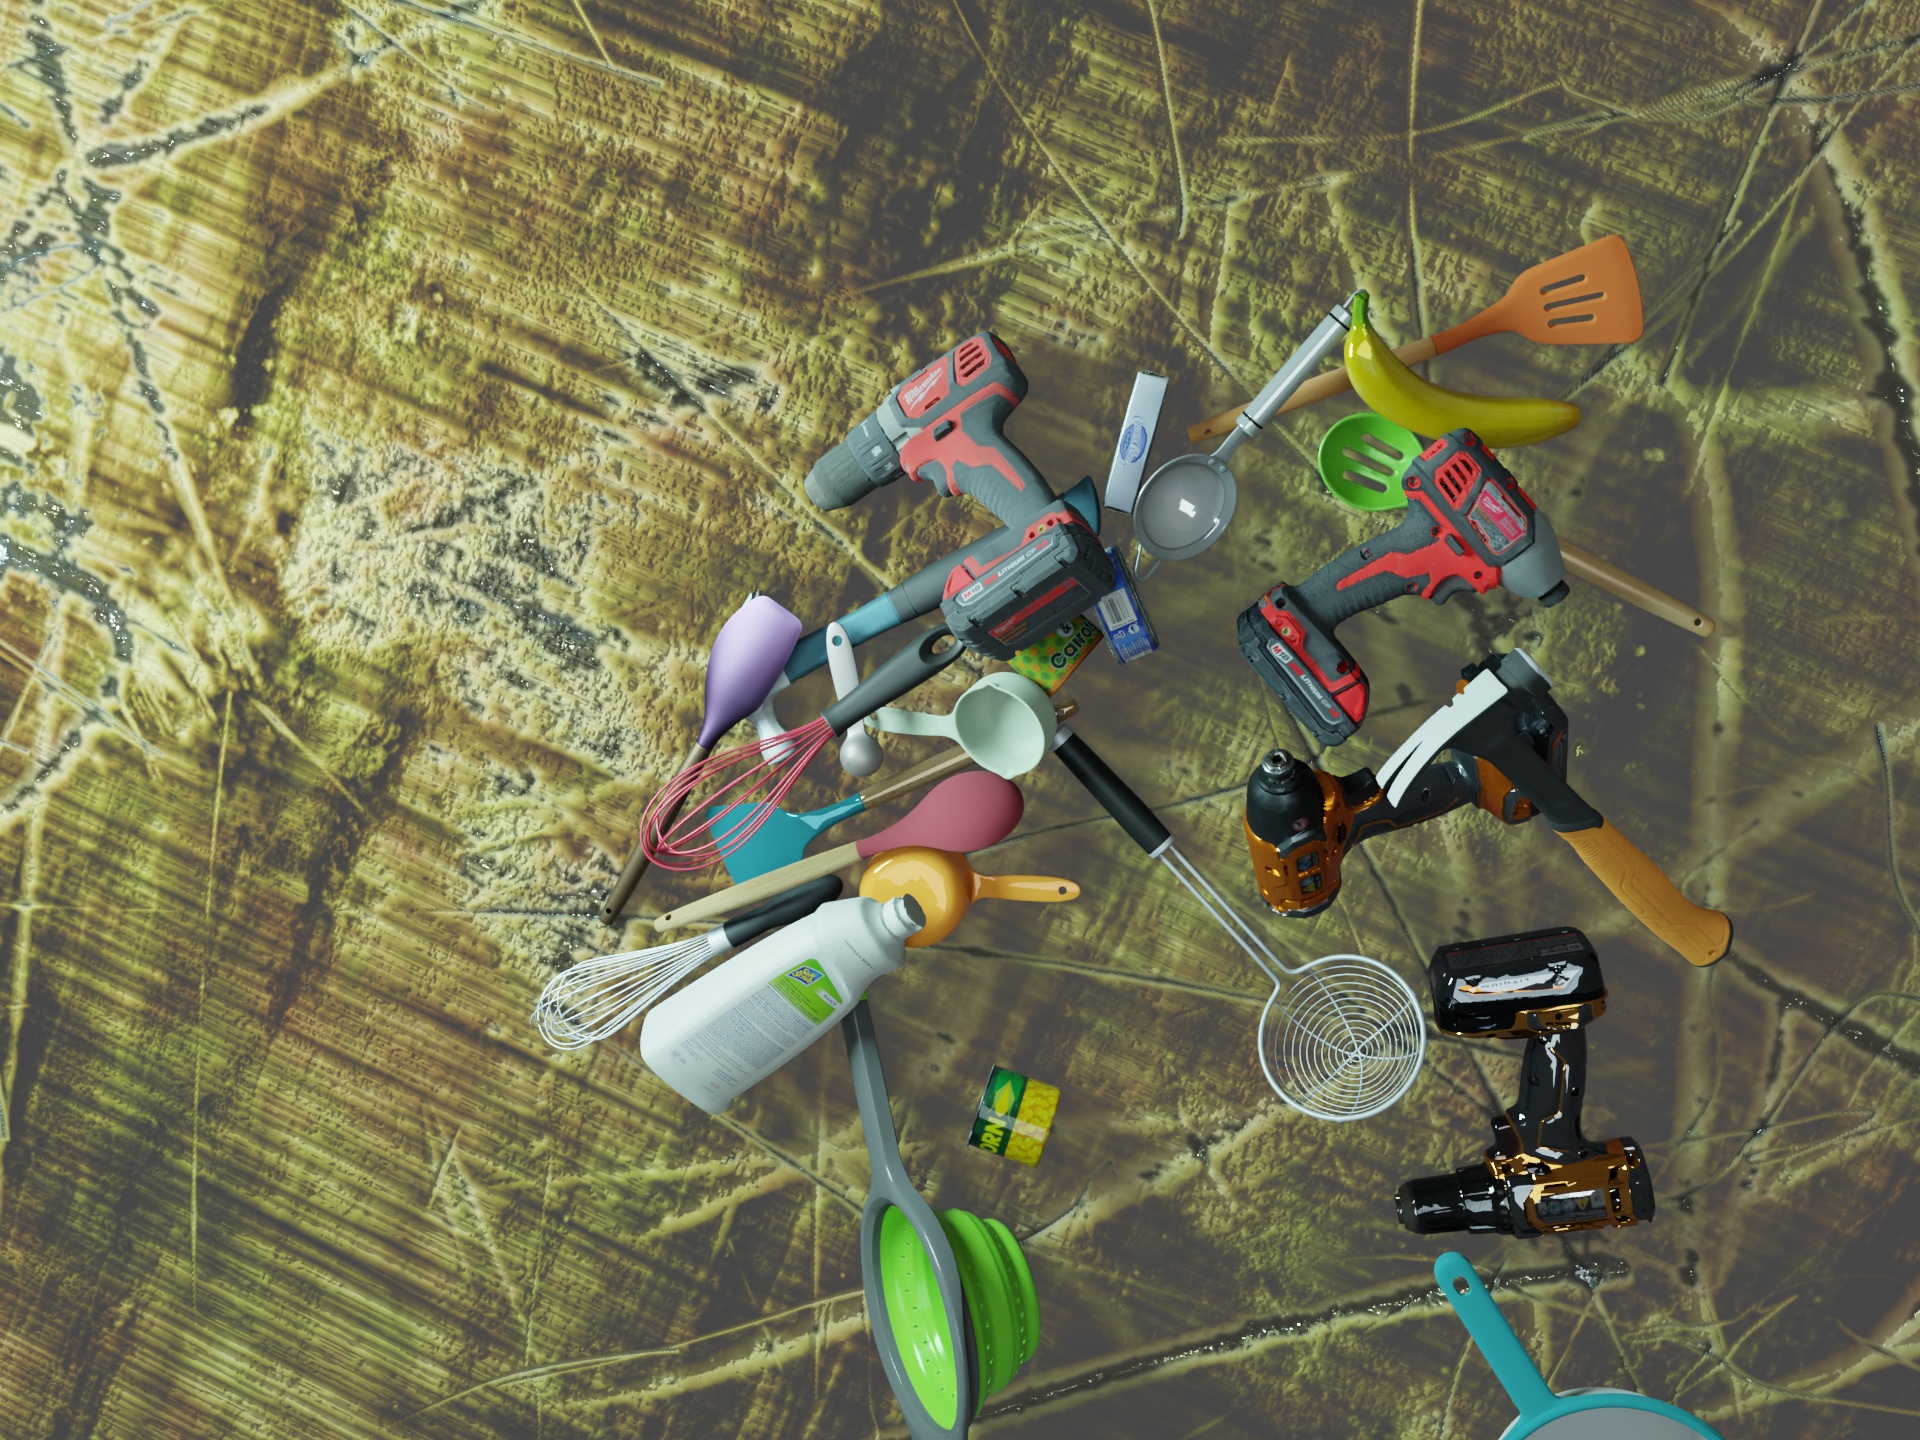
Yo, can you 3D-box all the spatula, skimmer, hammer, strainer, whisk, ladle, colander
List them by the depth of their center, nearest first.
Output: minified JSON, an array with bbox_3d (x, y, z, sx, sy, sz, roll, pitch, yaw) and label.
[{"bbox_3d":[0.431,0.086,1.100,0.336,0.034,0.127,37,108,-28],"label":"hammer"},{"bbox_3d":[0.320,-0.259,1.150,0.322,0.041,0.081,-19,119,13],"label":"spatula"},{"bbox_3d":[0.205,-0.210,1.159,0.086,0.050,0.258,27,114,-36],"label":"strainer"},{"bbox_3d":[0.196,0.142,1.196,0.127,0.090,0.363,-43,88,3],"label":"skimmer"},{"bbox_3d":[-0.114,0.015,1.197,0.296,0.073,0.073,-36,91,-4],"label":"whisk"},{"bbox_3d":[0.452,0.538,1.207,0.211,0.095,0.340,-32,89,9],"label":"strainer"},{"bbox_3d":[-0.037,-0.093,1.233,0.331,0.033,0.128,-27,94,11],"label":"hammer"},{"bbox_3d":[-0.100,0.109,1.233,0.315,0.031,0.069,-21,53,14],"label":"ladle"},{"bbox_3d":[-0.018,0.377,1.259,0.094,0.204,0.397,-8,79,-24],"label":"colander"},{"bbox_3d":[-0.053,0.050,1.260,0.317,0.044,0.082,-24,93,7],"label":"spatula"},{"bbox_3d":[-0.217,0.038,1.267,0.060,0.018,0.316,35,109,10],"label":"spatula"},{"bbox_3d":[-0.222,0.190,1.289,0.284,0.070,0.070,-26,93,7],"label":"whisk"}]

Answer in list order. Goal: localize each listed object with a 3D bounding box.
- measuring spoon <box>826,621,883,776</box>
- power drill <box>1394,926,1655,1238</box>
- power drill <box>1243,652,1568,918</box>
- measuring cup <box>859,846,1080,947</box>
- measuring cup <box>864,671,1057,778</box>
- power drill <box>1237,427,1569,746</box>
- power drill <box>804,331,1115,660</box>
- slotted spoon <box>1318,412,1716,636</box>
[{"bbox_3d":[-0.086,-0.015,1.225,0.034,0.018,0.124,-10,100,8],"label":"measuring spoon"},{"bbox_3d":[0.406,0.282,1.190,0.185,0.084,0.226,-11,100,12],"label":"power drill"},{"bbox_3d":[0.306,0.041,1.120,0.226,0.164,0.084,-24,49,0],"label":"power drill"},{"bbox_3d":[0.005,0.136,1.245,0.173,0.052,0.095,1,97,11],"label":"measuring cup"},{"bbox_3d":[-0.002,-0.004,1.219,0.168,0.038,0.083,5,121,32],"label":"measuring cup"},{"bbox_3d":[0.318,-0.088,1.140,0.219,0.078,0.143,-41,95,17],"label":"power drill"},{"bbox_3d":[-0.007,-0.155,1.165,0.188,0.080,0.227,-33,63,15],"label":"power drill"},{"bbox_3d":[0.405,-0.136,1.160,0.314,0.031,0.070,27,101,3],"label":"slotted spoon"}]
